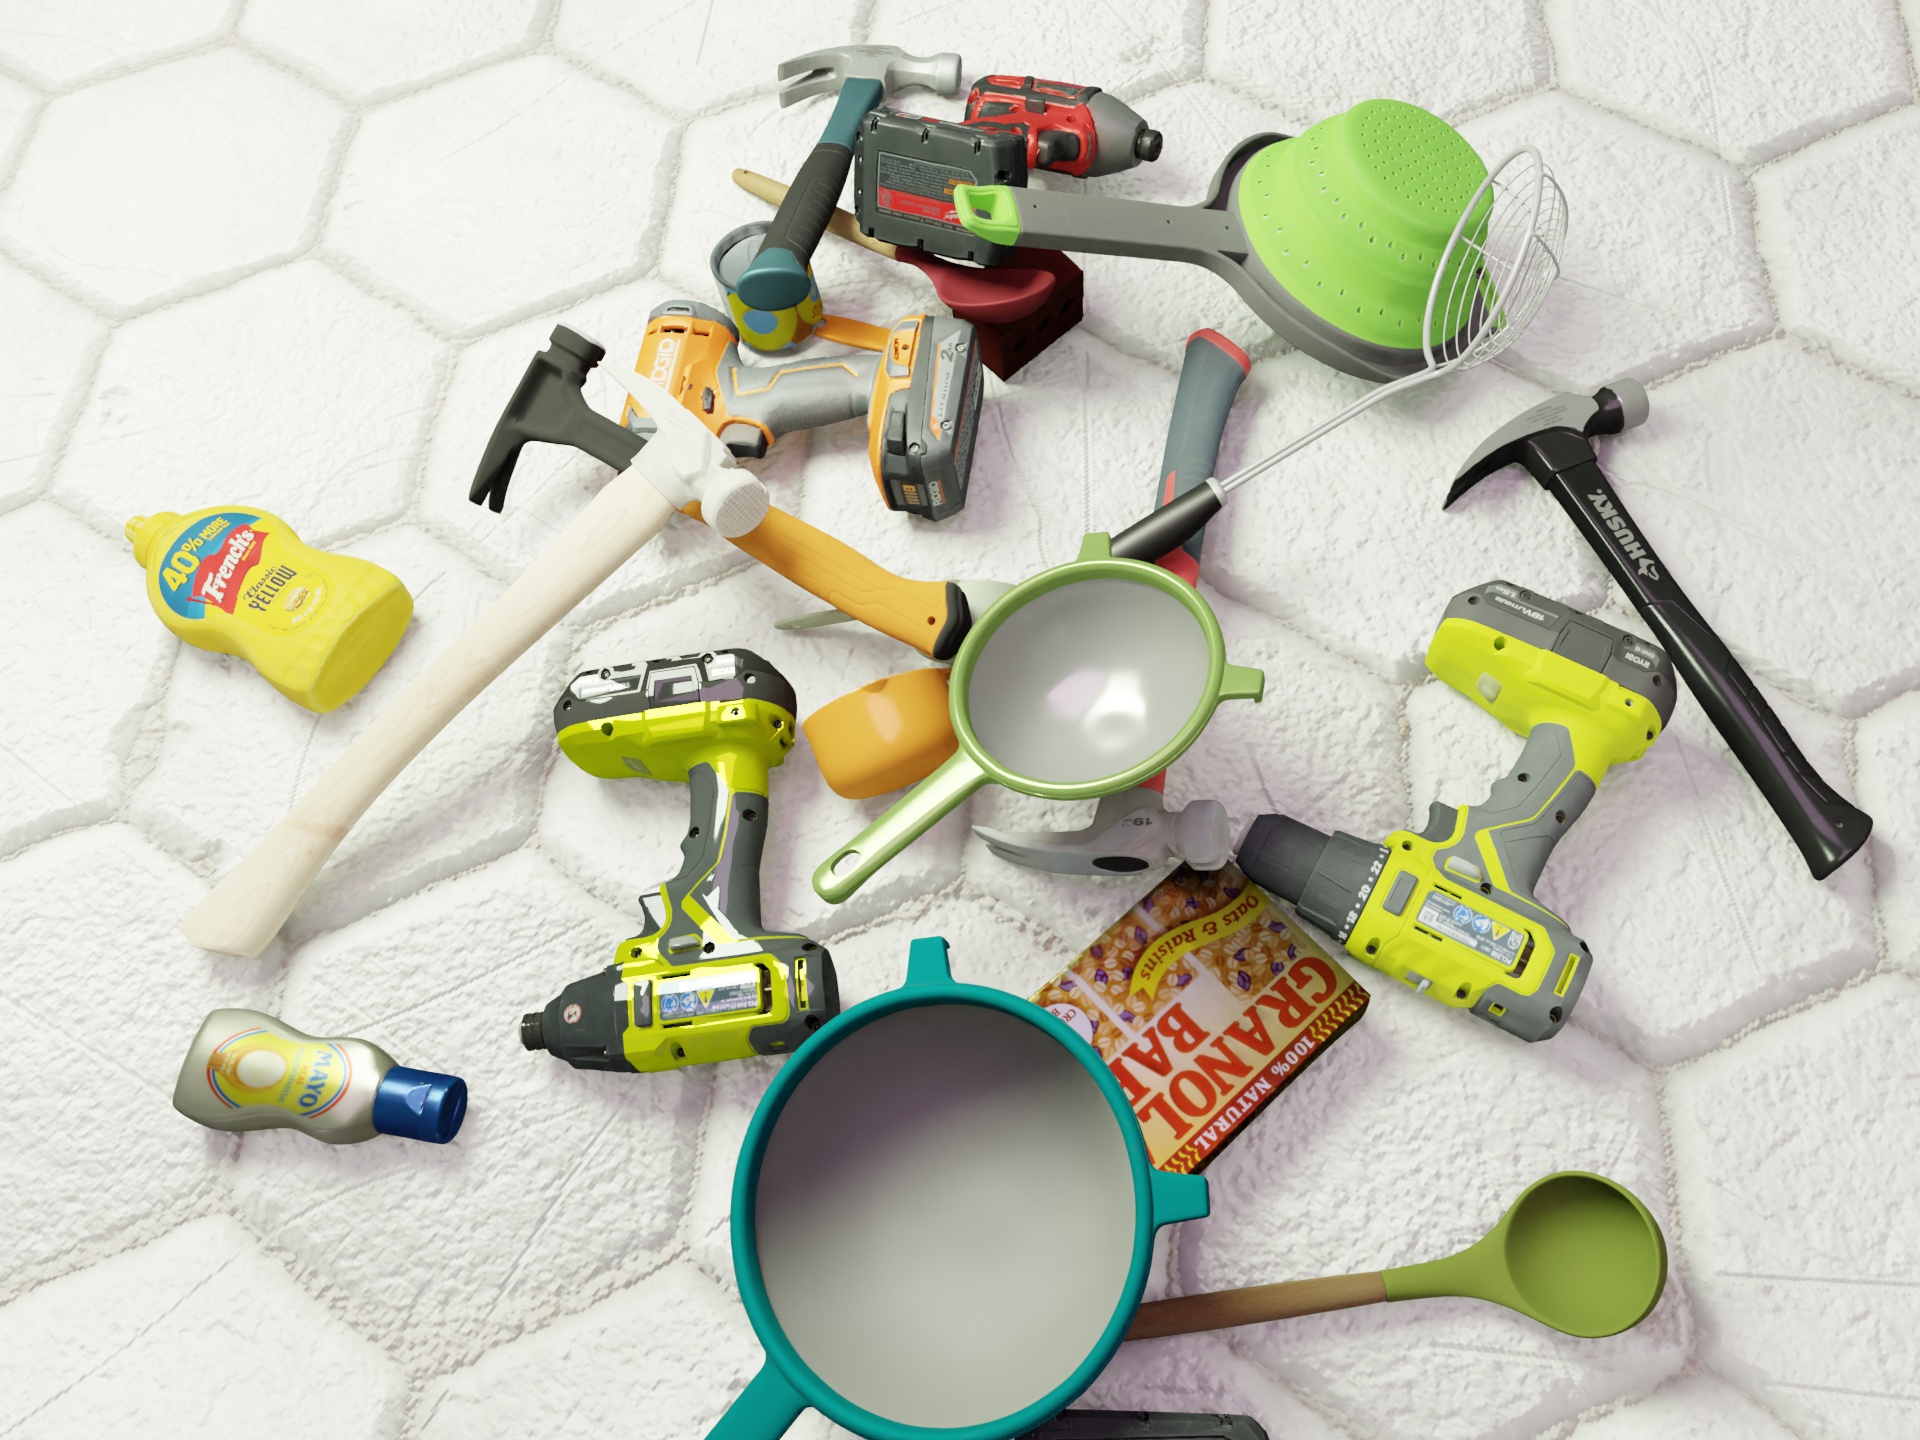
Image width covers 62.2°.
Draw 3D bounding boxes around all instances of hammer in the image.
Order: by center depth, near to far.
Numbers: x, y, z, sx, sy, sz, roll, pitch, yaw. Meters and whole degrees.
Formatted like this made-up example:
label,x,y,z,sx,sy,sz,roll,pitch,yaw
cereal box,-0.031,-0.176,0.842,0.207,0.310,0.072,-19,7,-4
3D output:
label,x,y,z,sx,sy,sz,roll,pitch,yaw
hammer,-0.295,-0.027,0.911,0.410,0.038,0.146,-45,61,0
hammer,-0.142,-0.117,0.945,0.337,0.034,0.127,29,91,20
hammer,0.422,-0.055,0.946,0.146,0.035,0.335,-21,65,-8
hammer,0.112,-0.085,0.967,0.143,0.038,0.387,-2,57,26
hammer,-0.089,-0.379,1.083,0.128,0.033,0.331,7,47,7

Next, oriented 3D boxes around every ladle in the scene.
label,x,y,z,sx,sy,sz,roll,pitch,yaw
ladle,0.183,0.281,0.784,0.320,0.062,0.078,-9,61,2
ladle,-0.057,-0.324,1.069,0.069,0.031,0.316,-31,48,-31

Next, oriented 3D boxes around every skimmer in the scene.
label,x,y,z,sx,sy,sz,roll,pitch,yaw
skimmer,0.186,-0.189,0.916,0.363,0.127,0.090,-32,106,8

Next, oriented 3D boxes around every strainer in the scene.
label,x,y,z,sx,sy,sz,roll,pitch,yaw
strainer,-0.040,0.290,0.781,0.211,0.095,0.340,39,89,27
strainer,0.033,0.023,0.858,0.256,0.069,0.152,-39,53,-4

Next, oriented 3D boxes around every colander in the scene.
label,x,y,z,sx,sy,sz,roll,pitch,yaw
colander,0.192,-0.319,0.975,0.397,0.094,0.205,-2,64,-24

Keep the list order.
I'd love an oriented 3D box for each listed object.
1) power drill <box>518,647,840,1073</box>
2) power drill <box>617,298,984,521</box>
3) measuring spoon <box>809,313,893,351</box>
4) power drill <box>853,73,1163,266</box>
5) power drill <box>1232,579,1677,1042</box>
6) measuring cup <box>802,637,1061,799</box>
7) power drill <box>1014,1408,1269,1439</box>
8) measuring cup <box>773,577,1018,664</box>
label,x,y,z,sx,sy,sz,roll,pitch,yaw
power drill,-0.162,0.081,0.889,0.171,0.080,0.223,-8,66,4
power drill,-0.108,-0.186,1.016,0.226,0.084,0.164,5,65,10
measuring spoon,-0.055,-0.263,1.086,0.117,0.011,0.021,15,66,11
power drill,0.036,-0.377,1.060,0.143,0.078,0.220,20,38,21
power drill,0.278,0.040,0.885,0.190,0.080,0.228,27,71,15
measuring cup,-0.001,-0.003,0.914,0.173,0.095,0.052,-19,80,-8
power drill,0.104,0.430,0.705,0.188,0.080,0.227,0,67,3
measuring cup,-0.036,-0.052,0.961,0.167,0.083,0.038,-6,77,18
